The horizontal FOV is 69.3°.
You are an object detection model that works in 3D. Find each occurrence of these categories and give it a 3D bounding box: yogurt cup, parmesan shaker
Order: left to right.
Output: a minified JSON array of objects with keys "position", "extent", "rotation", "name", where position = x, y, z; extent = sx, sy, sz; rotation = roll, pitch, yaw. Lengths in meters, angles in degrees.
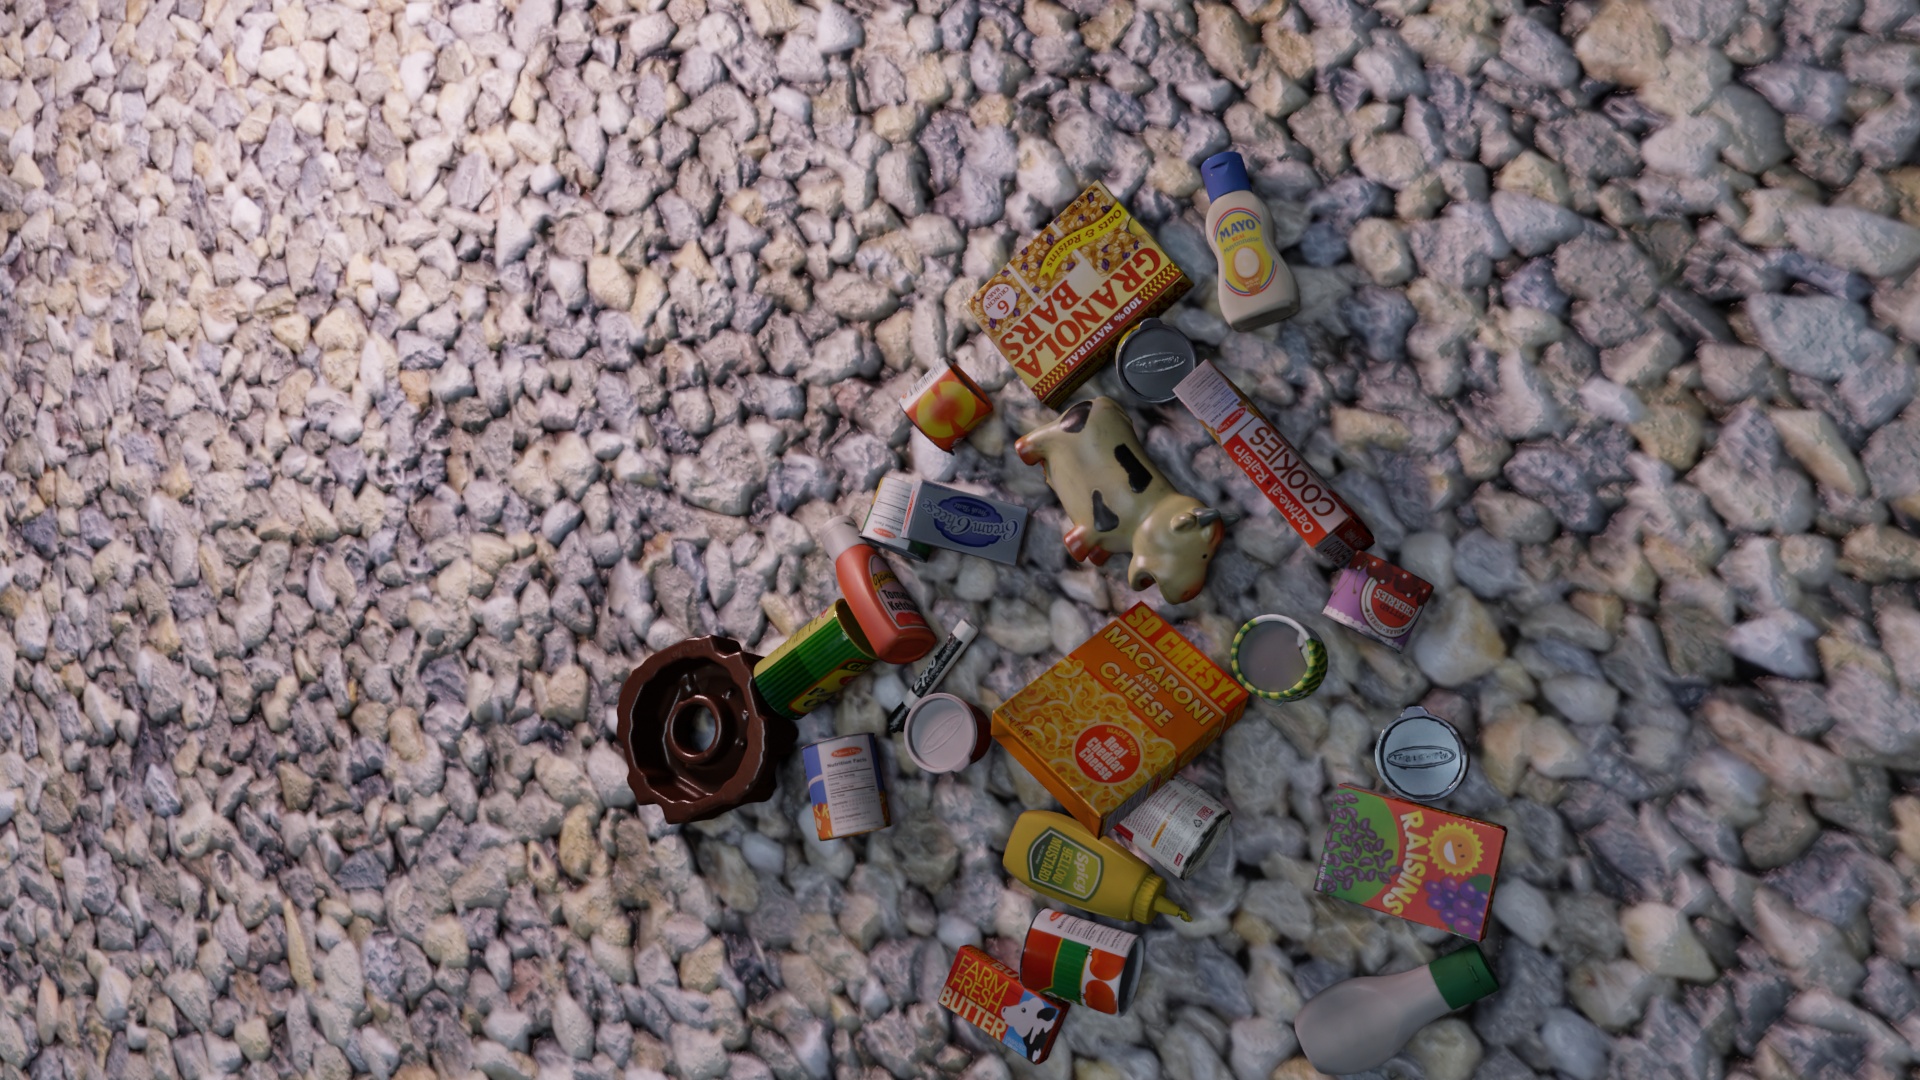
[{"position":[-0.126,0.108,1.257],"extent":[0.103,0.071,0.071],"rotation":[-38,69,17],"name":"parmesan shaker"},{"position":[-0.008,0.167,1.200],"extent":[0.072,0.054,0.072],"rotation":[-4,80,23],"name":"yogurt cup"}]

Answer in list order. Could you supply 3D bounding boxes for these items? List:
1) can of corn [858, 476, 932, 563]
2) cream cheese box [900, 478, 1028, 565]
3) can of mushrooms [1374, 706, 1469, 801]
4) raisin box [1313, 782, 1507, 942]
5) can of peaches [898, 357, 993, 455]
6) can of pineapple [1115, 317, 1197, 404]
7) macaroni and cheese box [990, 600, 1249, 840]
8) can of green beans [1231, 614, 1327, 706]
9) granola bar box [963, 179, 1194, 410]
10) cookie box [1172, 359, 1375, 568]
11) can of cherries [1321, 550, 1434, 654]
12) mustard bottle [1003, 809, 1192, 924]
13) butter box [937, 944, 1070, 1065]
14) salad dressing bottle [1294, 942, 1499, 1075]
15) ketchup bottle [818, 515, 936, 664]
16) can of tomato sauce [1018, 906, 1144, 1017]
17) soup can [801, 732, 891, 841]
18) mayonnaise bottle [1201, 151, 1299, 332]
[{"position":[-0.050,-0.018,1.243],"extent":[0.071,0.071,0.058],"rotation":[18,84,25],"name":"can of corn"},{"position":[0.004,-0.015,1.208],"extent":[0.104,0.024,0.053],"rotation":[15,86,-16],"name":"cream cheese box"},{"position":[0.351,0.162,1.054],"extent":[0.071,0.033,0.071],"rotation":[-4,80,24],"name":"can of mushrooms"},{"position":[0.338,0.240,1.044],"extent":[0.123,0.040,0.086],"rotation":[12,86,26],"name":"raisin box"},{"position":[-0.011,-0.120,1.244],"extent":[0.058,0.071,0.071],"rotation":[-44,68,12],"name":"can of peaches"},{"position":[0.163,-0.152,1.162],"extent":[0.071,0.058,0.070],"rotation":[1,102,4],"name":"can of pineapple"},{"position":[0.126,0.138,1.103],"extent":[0.167,0.040,0.124],"rotation":[-34,60,-25],"name":"macaroni and cheese box"},{"position":[0.252,0.093,1.095],"extent":[0.071,0.058,0.071],"rotation":[-4,80,23],"name":"can of green beans"},{"position":[0.102,-0.216,1.223],"extent":[0.165,0.039,0.124],"rotation":[-42,68,13],"name":"granola bar box"},{"position":[0.248,-0.058,1.086],"extent":[0.040,0.123,0.168],"rotation":[-43,68,13],"name":"cookie box"},{"position":[0.321,0.047,1.065],"extent":[0.071,0.071,0.058],"rotation":[29,93,25],"name":"can of cherries"},{"position":[0.115,0.273,1.131],"extent":[0.160,0.049,0.065],"rotation":[19,91,25],"name":"mustard bottle"},{"position":[0.035,0.386,1.161],"extent":[0.103,0.024,0.053],"rotation":[25,93,25],"name":"butter box"},{"position":[0.323,0.346,1.031],"extent":[0.147,0.044,0.064],"rotation":[-31,69,15],"name":"salad dressing bottle"},{"position":[-0.081,0.043,1.251],"extent":[0.043,0.065,0.149],"rotation":[-47,58,22],"name":"ketchup bottle"},{"position":[0.098,0.341,1.118],"extent":[0.083,0.071,0.071],"rotation":[10,86,24],"name":"can of tomato sauce"},{"position":[-0.101,0.218,1.228],"extent":[0.071,0.071,0.084],"rotation":[-17,76,21],"name":"soup can"},{"position":[0.237,-0.253,1.168],"extent":[0.064,0.041,0.148],"rotation":[-18,75,22],"name":"mayonnaise bottle"}]
